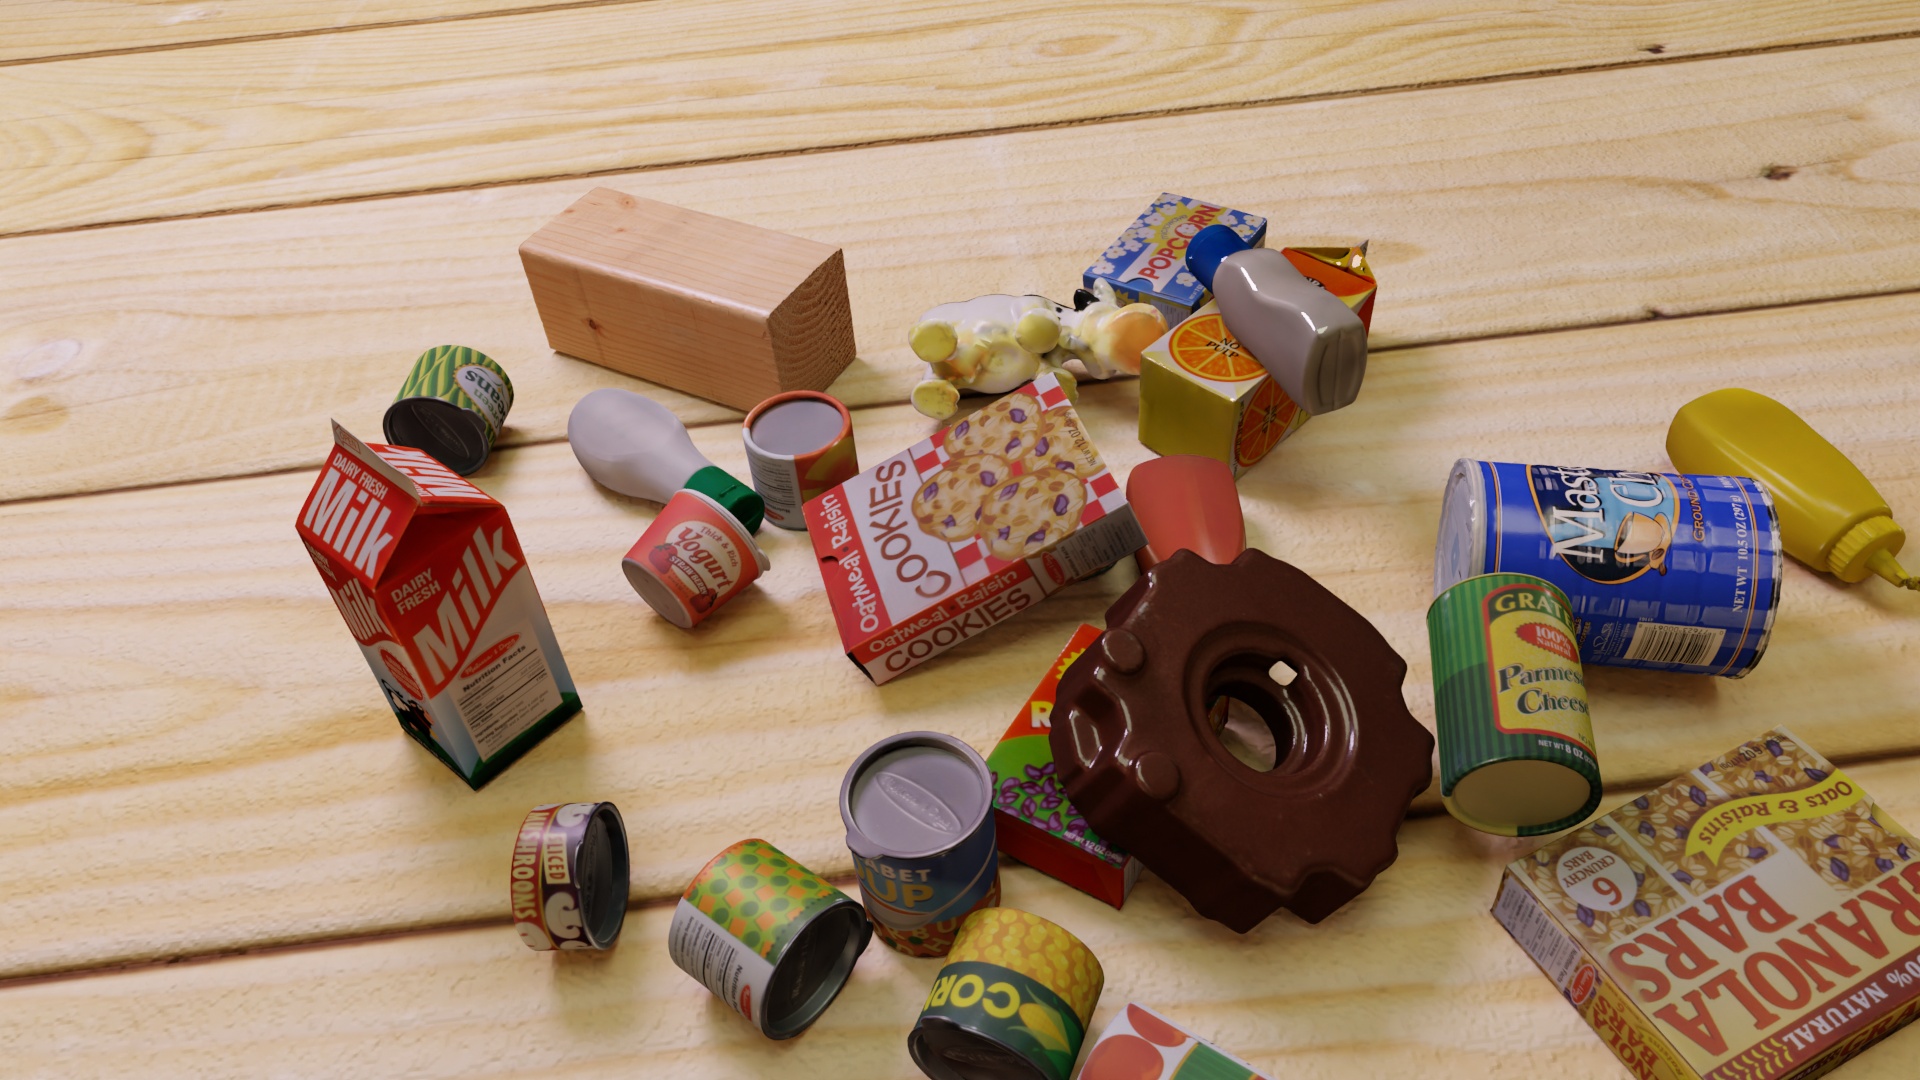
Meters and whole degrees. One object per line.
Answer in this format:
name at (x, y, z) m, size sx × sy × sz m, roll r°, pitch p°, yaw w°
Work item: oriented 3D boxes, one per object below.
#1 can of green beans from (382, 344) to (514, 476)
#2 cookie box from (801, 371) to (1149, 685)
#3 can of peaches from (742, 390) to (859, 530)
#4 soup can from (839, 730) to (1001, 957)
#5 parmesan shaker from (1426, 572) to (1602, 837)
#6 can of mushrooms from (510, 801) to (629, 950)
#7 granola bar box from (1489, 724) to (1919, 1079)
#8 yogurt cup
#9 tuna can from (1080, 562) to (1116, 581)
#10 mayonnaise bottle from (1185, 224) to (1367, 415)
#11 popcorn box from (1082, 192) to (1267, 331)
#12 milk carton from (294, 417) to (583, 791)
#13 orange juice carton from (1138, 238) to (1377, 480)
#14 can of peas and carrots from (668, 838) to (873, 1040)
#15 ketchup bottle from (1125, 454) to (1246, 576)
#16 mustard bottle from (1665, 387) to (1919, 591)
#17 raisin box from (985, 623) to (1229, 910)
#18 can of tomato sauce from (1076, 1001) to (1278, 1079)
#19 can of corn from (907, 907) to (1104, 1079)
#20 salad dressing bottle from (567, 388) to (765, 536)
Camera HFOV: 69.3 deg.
can of green beans at (-0.328, -0.084, 0.895) m, size 0.071 × 0.071 × 0.058 m, roll 0°, pitch 43°, yaw 5°
cookie box at (0.003, -0.010, 0.770) m, size 0.167 × 0.040 × 0.123 m, roll -28°, pitch 44°, yaw 4°
can of peaches at (-0.094, -0.051, 0.845) m, size 0.071 × 0.057 × 0.071 m, roll -3°, pitch 44°, yaw 3°
soup can at (-0.018, 0.138, 0.621) m, size 0.071 × 0.083 × 0.072 m, roll -3°, pitch 43°, yaw 3°
parmesan shaker at (0.254, 0.076, 0.636) m, size 0.071 × 0.071 × 0.103 m, roll 4°, pitch 47°, yaw 9°
can of mushrooms at (-0.177, 0.152, 0.631) m, size 0.033 × 0.070 × 0.071 m, roll -3°, pitch 44°, yaw 5°
granola bar box at (0.338, 0.162, 0.597) m, size 0.166 × 0.038 × 0.124 m, roll -21°, pitch 46°, yaw -16°
yogurt cup at (-0.153, 0.013, 0.781) m, size 0.072 × 0.072 × 0.054 m, roll 27°, pitch 60°, yaw 29°
tuna can at (0.060, -0.010, 0.807) m, size 0.071 × 0.032 × 0.071 m, roll -2°, pitch 44°, yaw 2°
mayonnaise bottle at (0.179, -0.136, 0.805) m, size 0.041 × 0.064 × 0.149 m, roll -17°, pitch 43°, yaw -11°
popcorn box at (0.154, -0.196, 0.989) m, size 0.085 × 0.038 × 0.127 m, roll 22°, pitch 50°, yaw 24°
milk carton at (-0.258, 0.027, 0.683) m, size 0.072 × 0.189 × 0.074 m, roll 29°, pitch 53°, yaw 30°
orange juice carton at (0.200, -0.122, 0.883) m, size 0.073 × 0.071 × 0.193 m, roll 33°, pitch 55°, yaw 32°
can of peas and carrots at (-0.082, 0.171, 0.607) m, size 0.059 × 0.070 × 0.071 m, roll 26°, pitch 51°, yaw 29°
ketchup bottle at (0.129, 0.015, 0.766) m, size 0.065 × 0.043 × 0.149 m, roll -2°, pitch 44°, yaw 1°
mustard bottle at (0.468, -0.022, 0.772) m, size 0.065 × 0.048 × 0.161 m, roll -16°, pitch 45°, yaw -11°
raisin box at (0.069, 0.106, 0.680) m, size 0.086 × 0.039 × 0.124 m, roll 20°, pitch 50°, yaw 24°
can of tomato sauce at (0.088, 0.227, 0.531) m, size 0.083 × 0.070 × 0.071 m, roll 22°, pitch 50°, yaw 27°
can of corn at (0.018, 0.192, 0.571) m, size 0.071 × 0.070 × 0.058 m, roll 14°, pitch 46°, yaw 19°
salad dressing bottle at (-0.182, -0.045, 0.859) m, size 0.148 × 0.043 × 0.064 m, roll 32°, pitch 54°, yaw 31°
